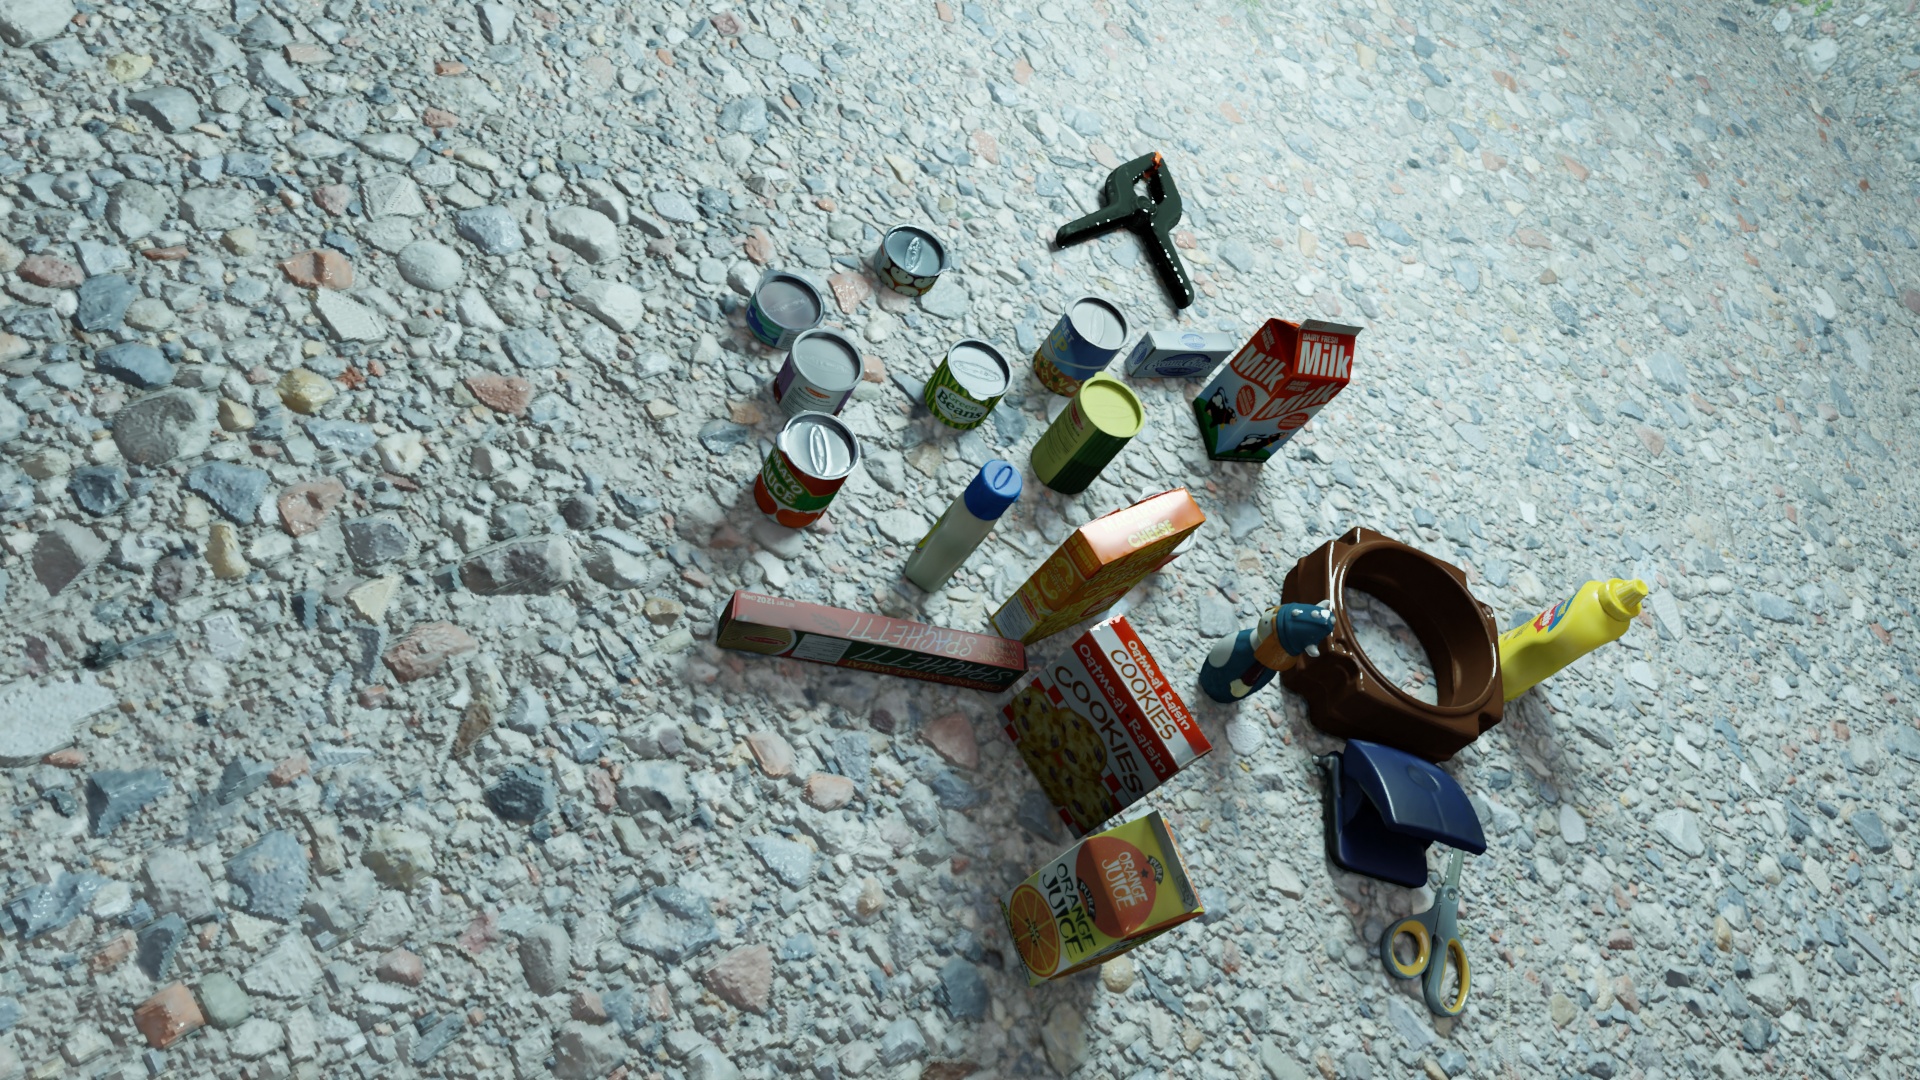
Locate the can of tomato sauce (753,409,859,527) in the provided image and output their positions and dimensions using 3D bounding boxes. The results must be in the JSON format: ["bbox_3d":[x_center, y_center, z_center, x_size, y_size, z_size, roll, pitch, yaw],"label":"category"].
[{"bbox_3d":[-0.130,-0.057,1.149,0.071,0.082,0.071,13,56,-20],"label":"can of tomato sauce"}]

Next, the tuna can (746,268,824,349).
[{"bbox_3d":[-0.161,-0.210,1.261,0.071,0.032,0.071,13,56,-20],"label":"tuna can"}]

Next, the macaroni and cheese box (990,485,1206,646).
[{"bbox_3d":[0.113,0.025,1.167,0.124,0.165,0.040,-21,72,-35],"label":"macaroni and cheese box"}]

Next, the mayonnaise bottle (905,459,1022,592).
[{"bbox_3d":[0.004,-0.014,1.148,0.041,0.147,0.065,37,51,-2],"label":"mayonnaise bottle"}]

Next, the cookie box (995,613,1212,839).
[{"bbox_3d":[0.108,0.148,1.087,0.040,0.166,0.123,-23,73,-35],"label":"cookie box"}]

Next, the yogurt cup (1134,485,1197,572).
[{"bbox_3d":[0.179,-0.005,1.291,0.072,0.053,0.073,13,56,-20],"label":"yogurt cup"}]

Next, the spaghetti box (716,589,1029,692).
[{"bbox_3d":[-0.068,0.083,1.113,0.250,0.050,0.029,12,56,-20],"label":"spaghetti box"}]

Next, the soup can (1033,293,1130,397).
[{"bbox_3d":[0.115,-0.190,1.356,0.071,0.083,0.071,13,56,-20],"label":"soup can"}]

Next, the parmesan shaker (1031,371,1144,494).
[{"bbox_3d":[0.116,-0.098,1.287,0.071,0.102,0.071,13,56,-20],"label":"parmesan shaker"}]

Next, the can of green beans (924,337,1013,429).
[{"bbox_3d":[0.007,-0.145,1.289,0.071,0.057,0.071,13,56,-20],"label":"can of green beans"}]

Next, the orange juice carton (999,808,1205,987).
[{"bbox_3d":[0.108,0.257,1.002,0.073,0.191,0.072,-7,64,-30],"label":"orange juice carton"}]

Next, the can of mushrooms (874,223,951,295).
[{"bbox_3d":[-0.047,-0.273,1.358,0.071,0.033,0.071,13,56,-20],"label":"can of mushrooms"}]

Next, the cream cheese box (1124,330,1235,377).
[{"bbox_3d":[0.226,-0.191,1.432,0.104,0.053,0.024,-3,62,-28],"label":"cream cheese box"}]

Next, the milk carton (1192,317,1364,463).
[{"bbox_3d":[0.314,-0.157,1.368,0.072,0.189,0.074,2,60,-26],"label":"milk carton"}]

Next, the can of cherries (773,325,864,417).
[{"bbox_3d":[-0.124,-0.145,1.222,0.071,0.058,0.072,13,56,-20],"label":"can of cherries"}]
